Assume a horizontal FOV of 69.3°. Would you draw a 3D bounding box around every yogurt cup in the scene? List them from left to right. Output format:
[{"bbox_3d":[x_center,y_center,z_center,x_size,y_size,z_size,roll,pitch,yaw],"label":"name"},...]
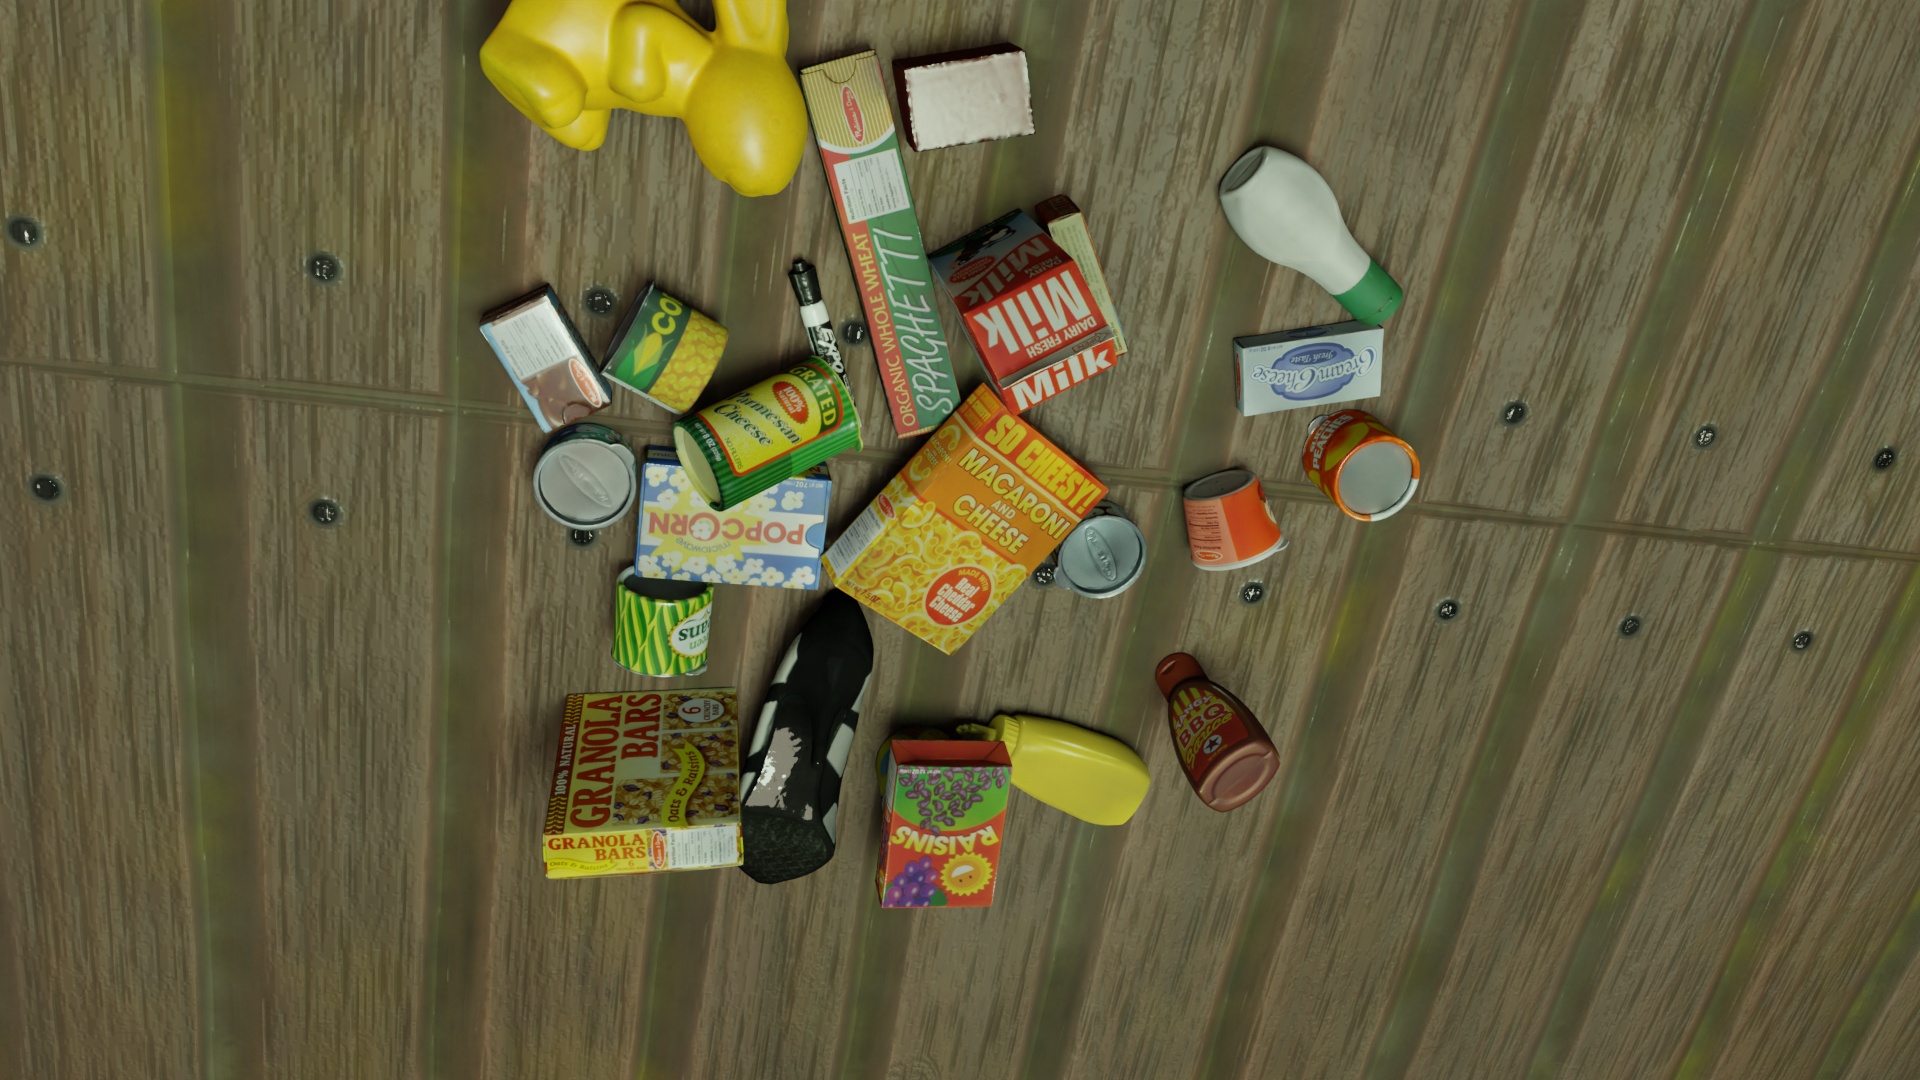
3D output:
[{"bbox_3d":[0.193,-0.016,1.003,0.072,0.072,0.053,-19,108,-1],"label":"yogurt cup"}]

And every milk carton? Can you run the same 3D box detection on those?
[{"bbox_3d":[0.039,-0.138,0.849,0.072,0.191,0.073,-26,116,3],"label":"milk carton"}]

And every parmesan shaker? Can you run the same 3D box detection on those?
[{"bbox_3d":[-0.124,-0.067,0.899,0.103,0.071,0.071,-30,118,-23],"label":"parmesan shaker"}]

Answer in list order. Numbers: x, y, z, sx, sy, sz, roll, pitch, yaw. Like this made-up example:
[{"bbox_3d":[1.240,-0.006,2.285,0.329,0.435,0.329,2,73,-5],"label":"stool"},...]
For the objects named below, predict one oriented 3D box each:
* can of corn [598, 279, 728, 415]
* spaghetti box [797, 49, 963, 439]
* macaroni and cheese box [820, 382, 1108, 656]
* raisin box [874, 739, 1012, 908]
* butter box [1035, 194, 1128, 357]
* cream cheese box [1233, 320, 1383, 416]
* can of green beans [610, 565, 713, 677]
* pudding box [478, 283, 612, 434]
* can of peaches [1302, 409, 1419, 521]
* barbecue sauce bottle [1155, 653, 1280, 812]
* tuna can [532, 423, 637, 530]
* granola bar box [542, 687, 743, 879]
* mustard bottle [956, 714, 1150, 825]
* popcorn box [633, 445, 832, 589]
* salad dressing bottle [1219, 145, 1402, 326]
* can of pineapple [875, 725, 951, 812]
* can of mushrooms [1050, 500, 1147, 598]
[{"bbox_3d":[-0.187,-0.123,0.884,0.058,0.071,0.071,29,106,-21],"label":"can of corn"},{"bbox_3d":[-0.049,-0.186,0.901,0.050,0.029,0.249,-16,116,-3],"label":"spaghetti box"},{"bbox_3d":[0.003,-0.012,0.965,0.166,0.040,0.123,-47,130,9],"label":"macaroni and cheese box"},{"bbox_3d":[-0.014,0.207,1.013,0.086,0.040,0.123,2,112,-13],"label":"raisin box"},{"bbox_3d":[0.080,-0.173,0.917,0.024,0.053,0.103,-22,115,4],"label":"butter box"},{"bbox_3d":[0.246,-0.123,0.985,0.104,0.024,0.053,-9,117,-6],"label":"cream cheese box"},{"bbox_3d":[-0.206,0.054,0.961,0.071,0.071,0.057,5,113,-12],"label":"can of green beans"},{"bbox_3d":[-0.266,-0.116,0.894,0.050,0.030,0.083,-26,116,1],"label":"pudding box"},{"bbox_3d":[0.288,-0.056,1.004,0.071,0.058,0.071,-4,115,-8],"label":"can of peaches"},{"bbox_3d":[0.181,0.134,1.019,0.065,0.149,0.043,-43,113,11],"label":"barbecue sauce bottle"},{"bbox_3d":[-0.248,-0.044,0.928,0.071,0.033,0.070,-4,115,-8],"label":"tuna can"},{"bbox_3d":[-0.214,0.162,0.953,0.124,0.166,0.039,-2,116,-9],"label":"granola bar box"},{"bbox_3d":[0.067,0.168,1.070,0.160,0.049,0.065,25,107,-19],"label":"mustard bottle"},{"bbox_3d":[-0.157,-0.015,0.954,0.127,0.038,0.085,5,112,-12],"label":"popcorn box"},{"bbox_3d":[0.239,-0.202,0.938,0.147,0.044,0.064,37,101,-23],"label":"salad dressing bottle"},{"bbox_3d":[-0.028,0.182,1.054,0.071,0.058,0.070,-4,115,-9],"label":"can of pineapple"},{"bbox_3d":[0.097,0.007,1.012,0.071,0.033,0.070,-4,115,-9],"label":"can of mushrooms"}]
